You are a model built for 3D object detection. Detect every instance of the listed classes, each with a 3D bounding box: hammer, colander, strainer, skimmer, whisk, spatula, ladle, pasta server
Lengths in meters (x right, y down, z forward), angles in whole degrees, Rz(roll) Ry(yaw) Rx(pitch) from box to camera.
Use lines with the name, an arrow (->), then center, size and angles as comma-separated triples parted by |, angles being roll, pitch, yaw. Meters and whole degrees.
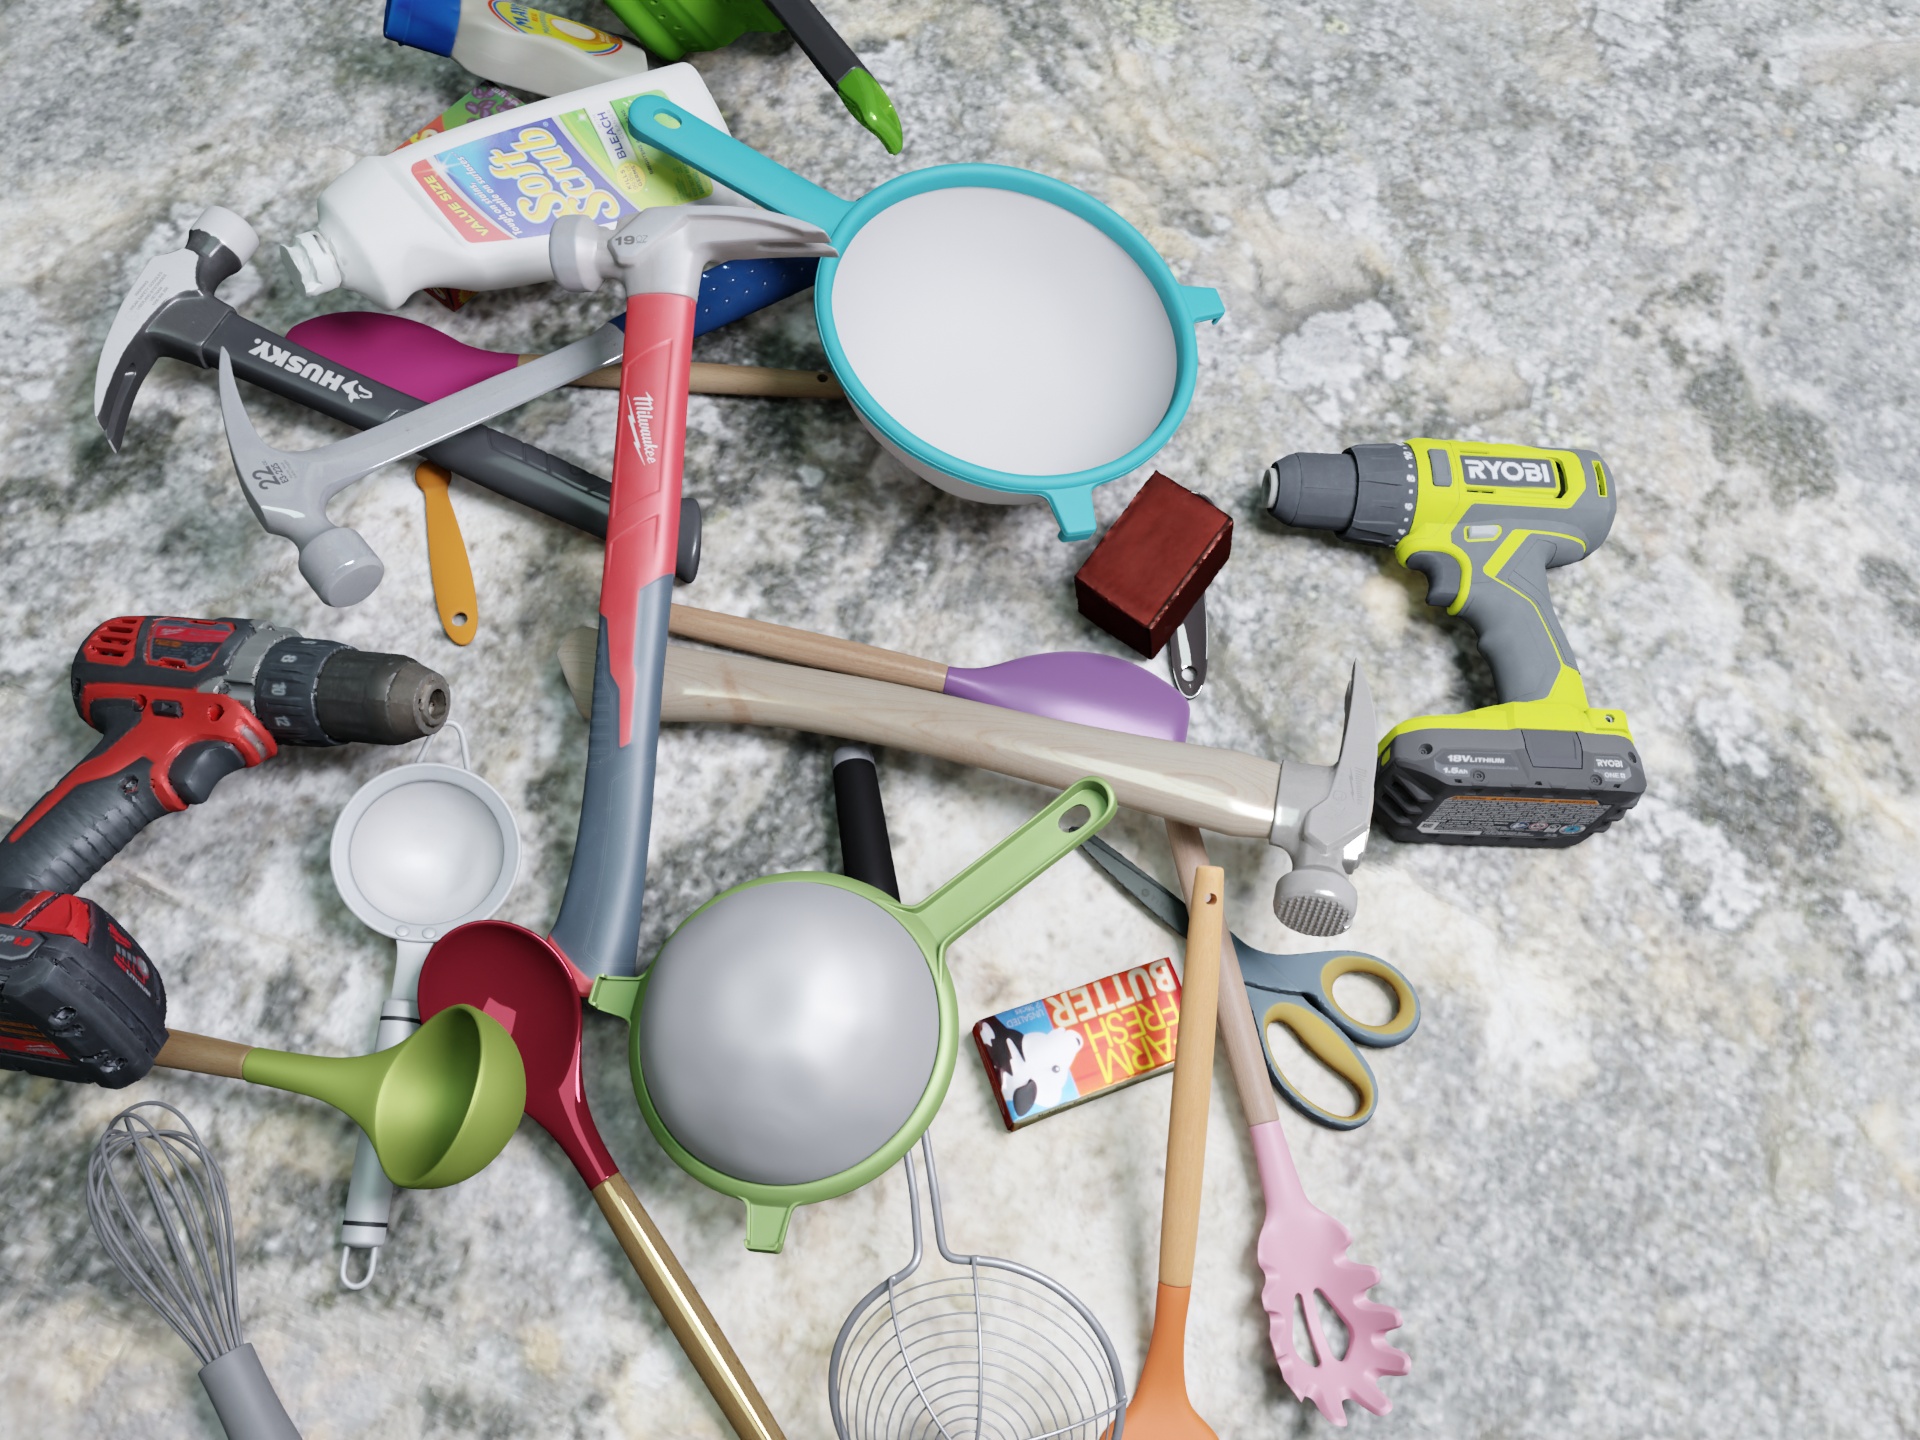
hammer -> -0.197, -0.206, 0.862 | 0.405, 0.035, 0.144 | -33, 75, -29
colander -> -0.148, -0.415, 0.919 | 0.094, 0.204, 0.398 | -39, 55, 12
hammer -> -0.143, -0.060, 0.771 | 0.143, 0.038, 0.386 | 2, 83, 10
strainer -> -0.260, 0.128, 0.741 | 0.087, 0.050, 0.259 | 9, 70, -15
hammer -> -0.001, -0.003, 0.797 | 0.410, 0.038, 0.146 | 11, 55, 9
skimmer -> -0.017, 0.181, 0.745 | 0.127, 0.090, 0.364 | -18, 56, 8
hammer -> -0.292, -0.152, 0.852 | 0.335, 0.035, 0.146 | 24, 65, 0
whisk -> -0.307, 0.269, 0.671 | 0.055, 0.055, 0.239 | -29, 76, -17
spatula -> 0.099, 0.226, 0.701 | 0.081, 0.041, 0.322 | 5, 88, -4
strainer -> -0.038, -0.229, 0.883 | 0.340, 0.095, 0.211 | 30, 63, 1
spatula -> -0.033, -0.030, 0.846 | 0.316, 0.018, 0.060 | 12, 72, -2
ladle -> -0.340, 0.143, 0.695 | 0.320, 0.062, 0.078 | 8, 67, 9
strainer -> -0.037, 0.097, 0.693 | 0.256, 0.069, 0.152 | -36, 66, -7
ladle -> -0.143, 0.226, 0.705 | 0.069, 0.031, 0.315 | -33, 79, -9
pasta server -> 0.139, 0.163, 0.755 | 0.060, 0.040, 0.316 | -10, 72, -9

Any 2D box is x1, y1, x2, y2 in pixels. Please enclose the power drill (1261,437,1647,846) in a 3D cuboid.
power drill -> 0.265, -0.053, 0.858 | 0.190, 0.080, 0.229 | 2, 63, -5

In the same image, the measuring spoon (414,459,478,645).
measuring spoon -> -0.276, -0.093, 0.853 | 0.021, 0.011, 0.117 | -13, 68, -11

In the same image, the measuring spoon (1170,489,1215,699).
measuring spoon -> 0.126, -0.069, 0.885 | 0.034, 0.018, 0.124 | 0, 72, 7

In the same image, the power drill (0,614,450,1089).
power drill -> -0.351, 0.044, 0.712 | 0.188, 0.080, 0.227 | 5, 50, 15

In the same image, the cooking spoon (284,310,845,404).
cooking spoon -> -0.224, -0.199, 0.902 | 0.319, 0.017, 0.069 | 3, 66, -4
